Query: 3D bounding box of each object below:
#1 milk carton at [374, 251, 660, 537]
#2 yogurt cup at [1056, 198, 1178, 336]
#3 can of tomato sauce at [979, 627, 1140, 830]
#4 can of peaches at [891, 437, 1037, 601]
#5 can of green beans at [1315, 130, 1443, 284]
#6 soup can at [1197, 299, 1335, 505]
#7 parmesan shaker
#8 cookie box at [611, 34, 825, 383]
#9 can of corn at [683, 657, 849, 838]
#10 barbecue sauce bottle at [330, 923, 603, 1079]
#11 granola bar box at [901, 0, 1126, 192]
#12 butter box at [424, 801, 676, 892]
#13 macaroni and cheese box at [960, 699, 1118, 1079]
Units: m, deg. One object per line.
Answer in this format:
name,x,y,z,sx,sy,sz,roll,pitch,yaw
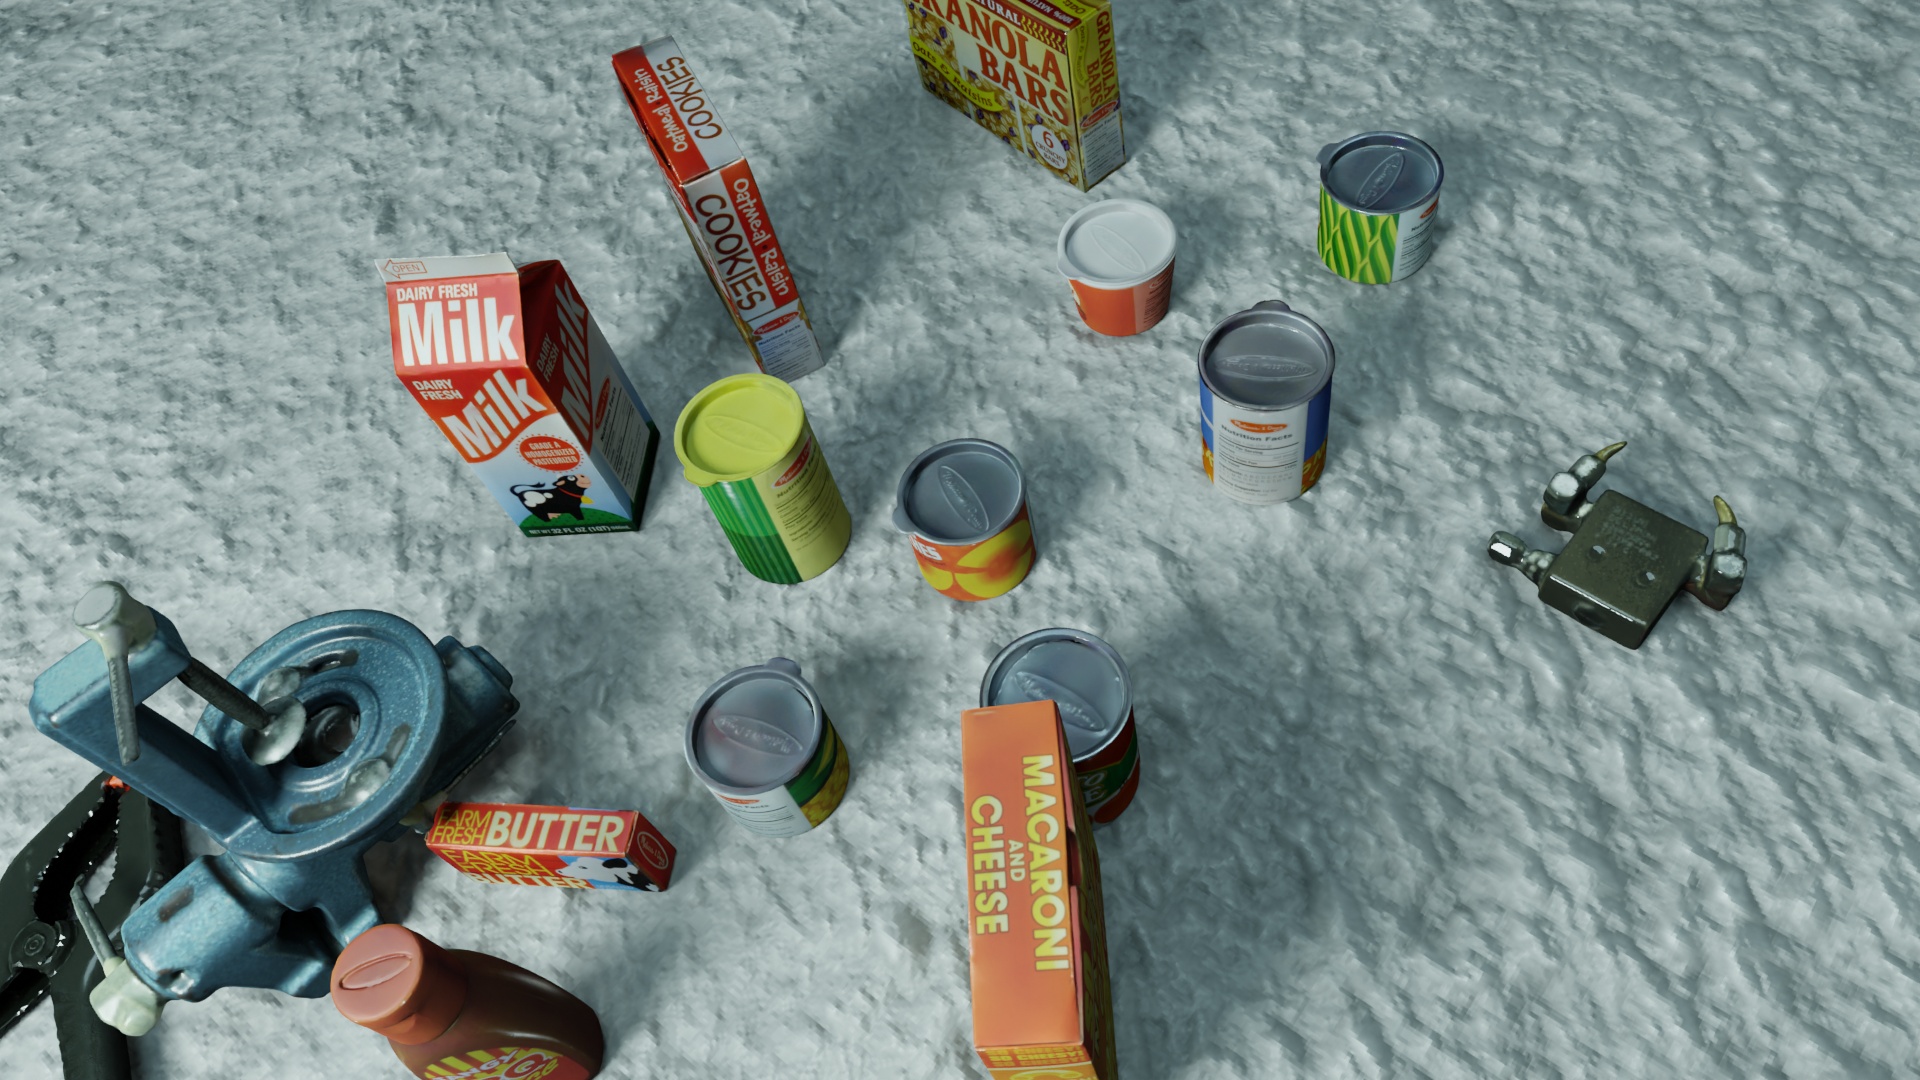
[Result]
milk carton,-0.230,-0.083,0.734,0.072,0.189,0.074,-2,57,10
yogurt cup,0.092,-0.155,0.801,0.072,0.053,0.073,-5,56,8
can of tomato sauce,0.047,0.090,0.631,0.071,0.082,0.071,-5,57,8
can of peaches,0.003,-0.009,0.720,0.071,0.057,0.071,-5,56,8
can of green beans,0.238,-0.190,0.794,0.071,0.057,0.071,-5,56,8
soup can,0.157,-0.070,0.715,0.071,0.083,0.072,-5,57,8
parmesan shaker,-0.103,-0.028,0.725,0.071,0.102,0.071,-5,57,8
cookie box,-0.138,-0.184,0.796,0.040,0.166,0.123,-27,56,-7
can of corn,-0.090,0.100,0.666,0.071,0.058,0.071,-5,56,8
barbecue sauce bottle,-0.202,0.197,0.570,0.065,0.148,0.044,-19,56,-1
granola bar box,0.029,-0.309,0.872,0.039,0.123,0.166,-40,59,-15
butter box,-0.194,0.146,0.659,0.103,0.053,0.024,0,58,11
macaroni and cheese box,0.034,0.153,0.542,0.040,0.165,0.124,-7,56,7
